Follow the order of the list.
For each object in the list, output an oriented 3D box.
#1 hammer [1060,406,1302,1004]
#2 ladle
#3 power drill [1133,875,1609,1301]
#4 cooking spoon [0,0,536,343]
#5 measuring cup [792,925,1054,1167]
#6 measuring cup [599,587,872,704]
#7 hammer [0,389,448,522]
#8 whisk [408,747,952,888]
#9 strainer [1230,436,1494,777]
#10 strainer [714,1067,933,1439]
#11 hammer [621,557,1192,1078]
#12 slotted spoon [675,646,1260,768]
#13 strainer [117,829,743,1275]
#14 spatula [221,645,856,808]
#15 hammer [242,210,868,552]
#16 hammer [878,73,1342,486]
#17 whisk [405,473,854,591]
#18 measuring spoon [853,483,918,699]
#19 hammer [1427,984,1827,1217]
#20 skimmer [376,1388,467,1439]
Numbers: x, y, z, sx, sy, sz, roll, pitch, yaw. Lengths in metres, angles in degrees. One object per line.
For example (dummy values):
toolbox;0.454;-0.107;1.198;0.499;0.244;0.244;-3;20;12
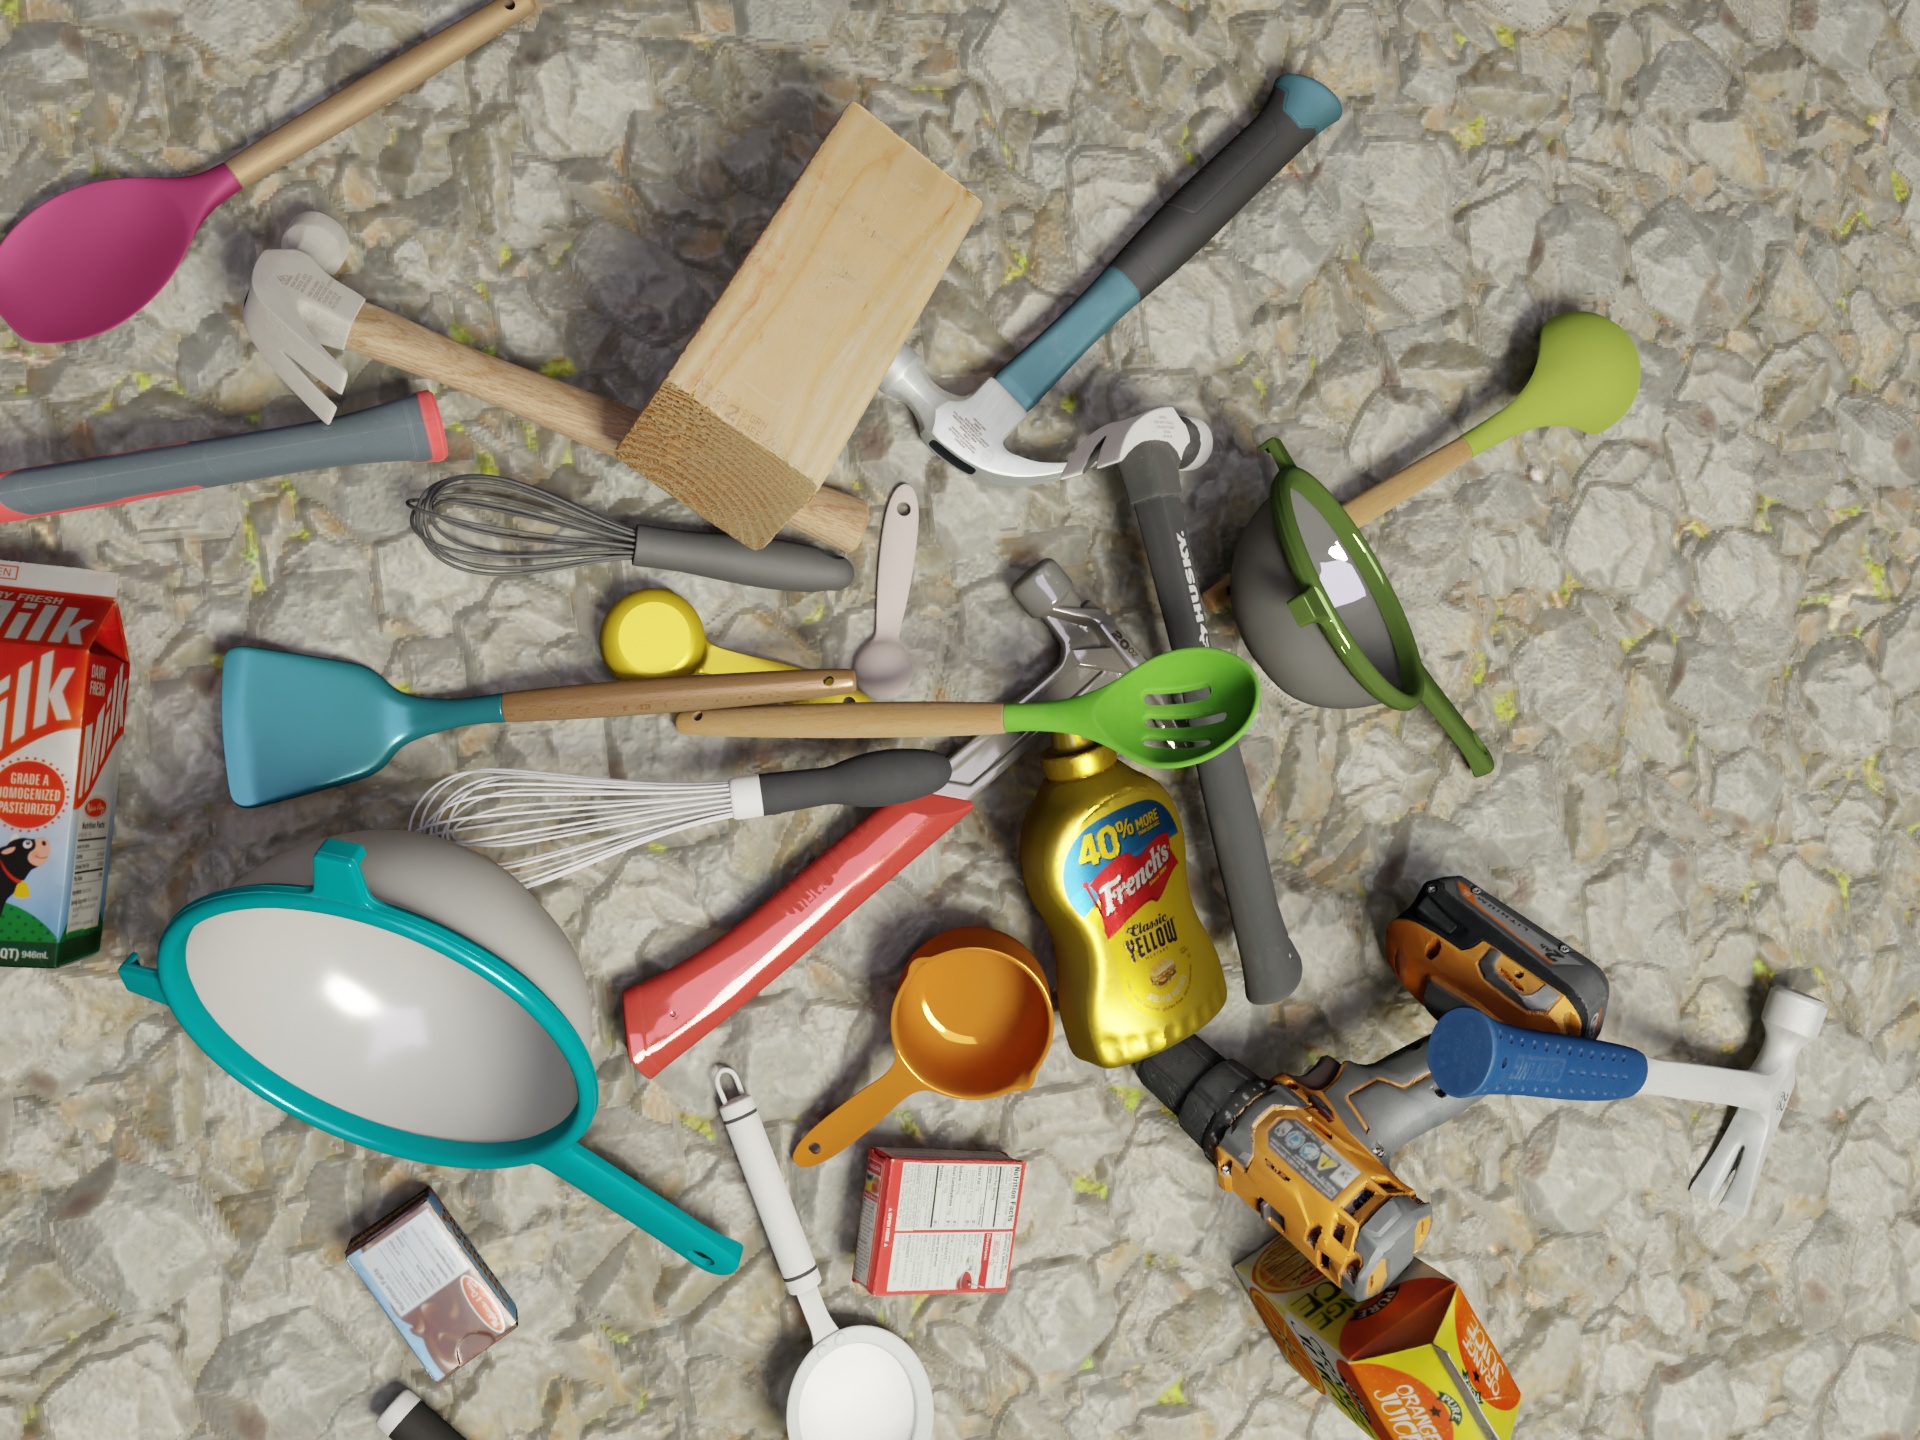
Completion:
hammer;0.134;-0.008;0.880;0.035;0.146;0.335;-13;91;31
ladle;0.281;-0.152;0.971;0.320;0.062;0.078;-31;98;-6
power drill;0.226;0.186;0.895;0.226;0.185;0.084;-37;141;-21
cooking spoon;-0.357;-0.297;0.830;0.319;0.017;0.068;-37;97;-12
measuring cup;-0.025;0.183;0.879;0.173;0.052;0.095;-40;99;11
measuring cup;-0.120;-0.029;0.868;0.156;0.029;0.062;17;84;-10
hammer;-0.442;-0.109;0.749;0.386;0.143;0.038;-14;96;-18
whisk;-0.144;0.044;0.831;0.284;0.070;0.070;-8;90;-9
strainer;0.226;-0.033;0.920;0.069;0.152;0.256;-28;129;27
strainer;-0.082;0.309;0.860;0.087;0.050;0.258;-19;86;-36
hammer;-0.035;0.074;0.882;0.359;0.037;0.149;-40;97;-12
slotted spoon;-0.001;-0.003;0.835;0.314;0.031;0.070;-1;59;13
strainer;-0.222;0.160;0.797;0.340;0.211;0.095;45;38;-27
spatula;-0.212;-0.008;0.824;0.317;0.044;0.082;-5;84;-3
hammer;-0.202;-0.159;0.831;0.331;0.031;0.130;20;39;-19
hammer;0.104;-0.265;0.931;0.128;0.033;0.331;46;79;-7
whisk;-0.172;-0.095;0.852;0.239;0.055;0.055;7;86;-17
measuring spoon;-0.037;-0.074;0.897;0.034;0.018;0.124;8;85;-13
hammer;0.374;0.201;0.877;0.405;0.035;0.144;16;94;-42
skimmer;-0.159;0.474;0.840;0.363;0.090;0.127;41;82;2
